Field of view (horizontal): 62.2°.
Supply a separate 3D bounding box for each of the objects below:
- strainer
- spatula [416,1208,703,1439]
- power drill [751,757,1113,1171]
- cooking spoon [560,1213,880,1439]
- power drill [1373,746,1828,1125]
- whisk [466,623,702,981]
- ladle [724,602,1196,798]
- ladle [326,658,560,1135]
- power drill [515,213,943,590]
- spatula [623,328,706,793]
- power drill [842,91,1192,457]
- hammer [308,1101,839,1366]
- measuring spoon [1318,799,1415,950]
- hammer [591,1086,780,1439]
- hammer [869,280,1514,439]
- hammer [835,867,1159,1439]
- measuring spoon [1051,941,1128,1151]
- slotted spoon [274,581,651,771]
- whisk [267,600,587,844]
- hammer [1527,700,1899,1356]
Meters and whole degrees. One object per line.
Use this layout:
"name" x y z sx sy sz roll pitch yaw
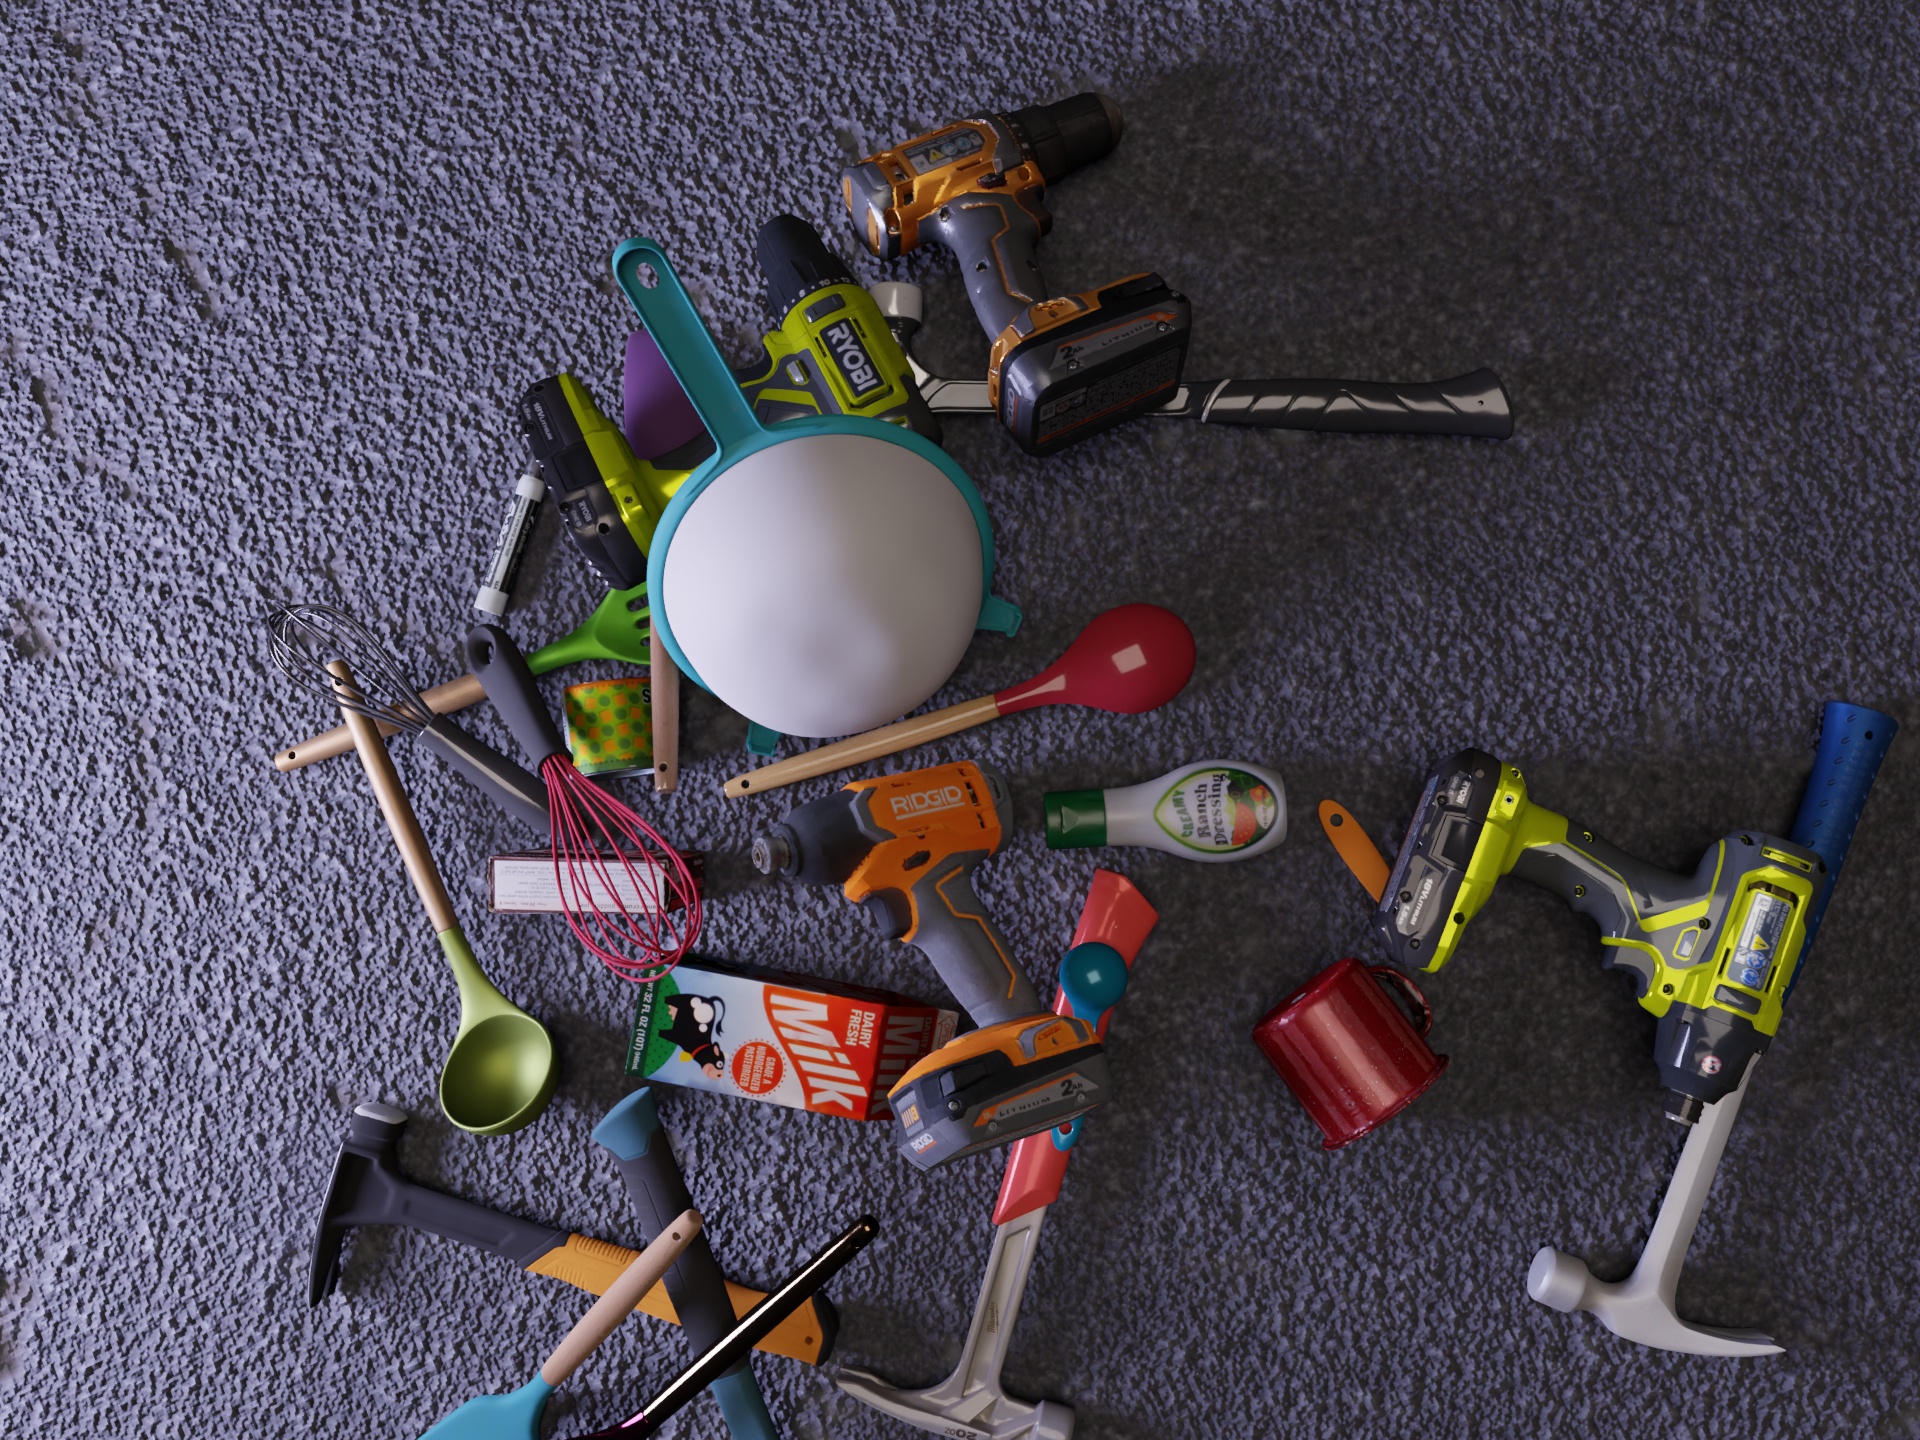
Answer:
"strainer" -0.096 -0.107 0.888 0.211 0.095 0.340 -26 130 3
"spatula" -0.240 0.391 0.961 0.082 0.044 0.317 42 118 6
"power drill" -0.020 0.137 0.928 0.164 0.084 0.227 -10 67 -30
"cooking spoon" -0.164 0.395 0.939 0.319 0.017 0.069 -43 92 10
"power drill" 0.367 0.122 0.933 0.223 0.080 0.171 21 86 10
"whisk" -0.231 0.038 0.939 0.073 0.073 0.296 -40 56 1
"ladle" -0.002 -0.003 1.012 0.315 0.031 0.069 -18 87 4
"ladle" -0.338 0.109 1.003 0.078 0.062 0.320 -24 88 1
"power drill" -0.147 -0.198 0.978 0.228 0.080 0.191 -27 71 -3
"spatula" -0.185 -0.109 1.006 0.060 0.018 0.316 -4 74 3
"power drill" 0.056 -0.287 0.971 0.185 0.084 0.226 -26 65 -13
"hammer" -0.242 0.349 1.003 0.337 0.034 0.127 15 87 5
"measuring spoon" 0.261 0.098 0.994 0.021 0.011 0.117 -35 85 1
"hammer" -0.147 0.380 0.961 0.128 0.033 0.331 -20 95 7
"hammer" 0.141 -0.198 1.008 0.409 0.036 0.149 2 88 4
"hammer" 0.041 0.265 0.988 0.149 0.036 0.359 16 88 5
"measuring spoon" 0.073 0.198 0.959 0.042 0.021 0.128 10 88 4
"slotted spoon" -0.302 -0.029 1.033 0.314 0.031 0.070 -21 78 4
"whisk" -0.333 0.003 1.003 0.239 0.055 0.055 38 90 -12
"hammer" 0.483 0.186 0.963 0.144 0.035 0.405 21 88 5
